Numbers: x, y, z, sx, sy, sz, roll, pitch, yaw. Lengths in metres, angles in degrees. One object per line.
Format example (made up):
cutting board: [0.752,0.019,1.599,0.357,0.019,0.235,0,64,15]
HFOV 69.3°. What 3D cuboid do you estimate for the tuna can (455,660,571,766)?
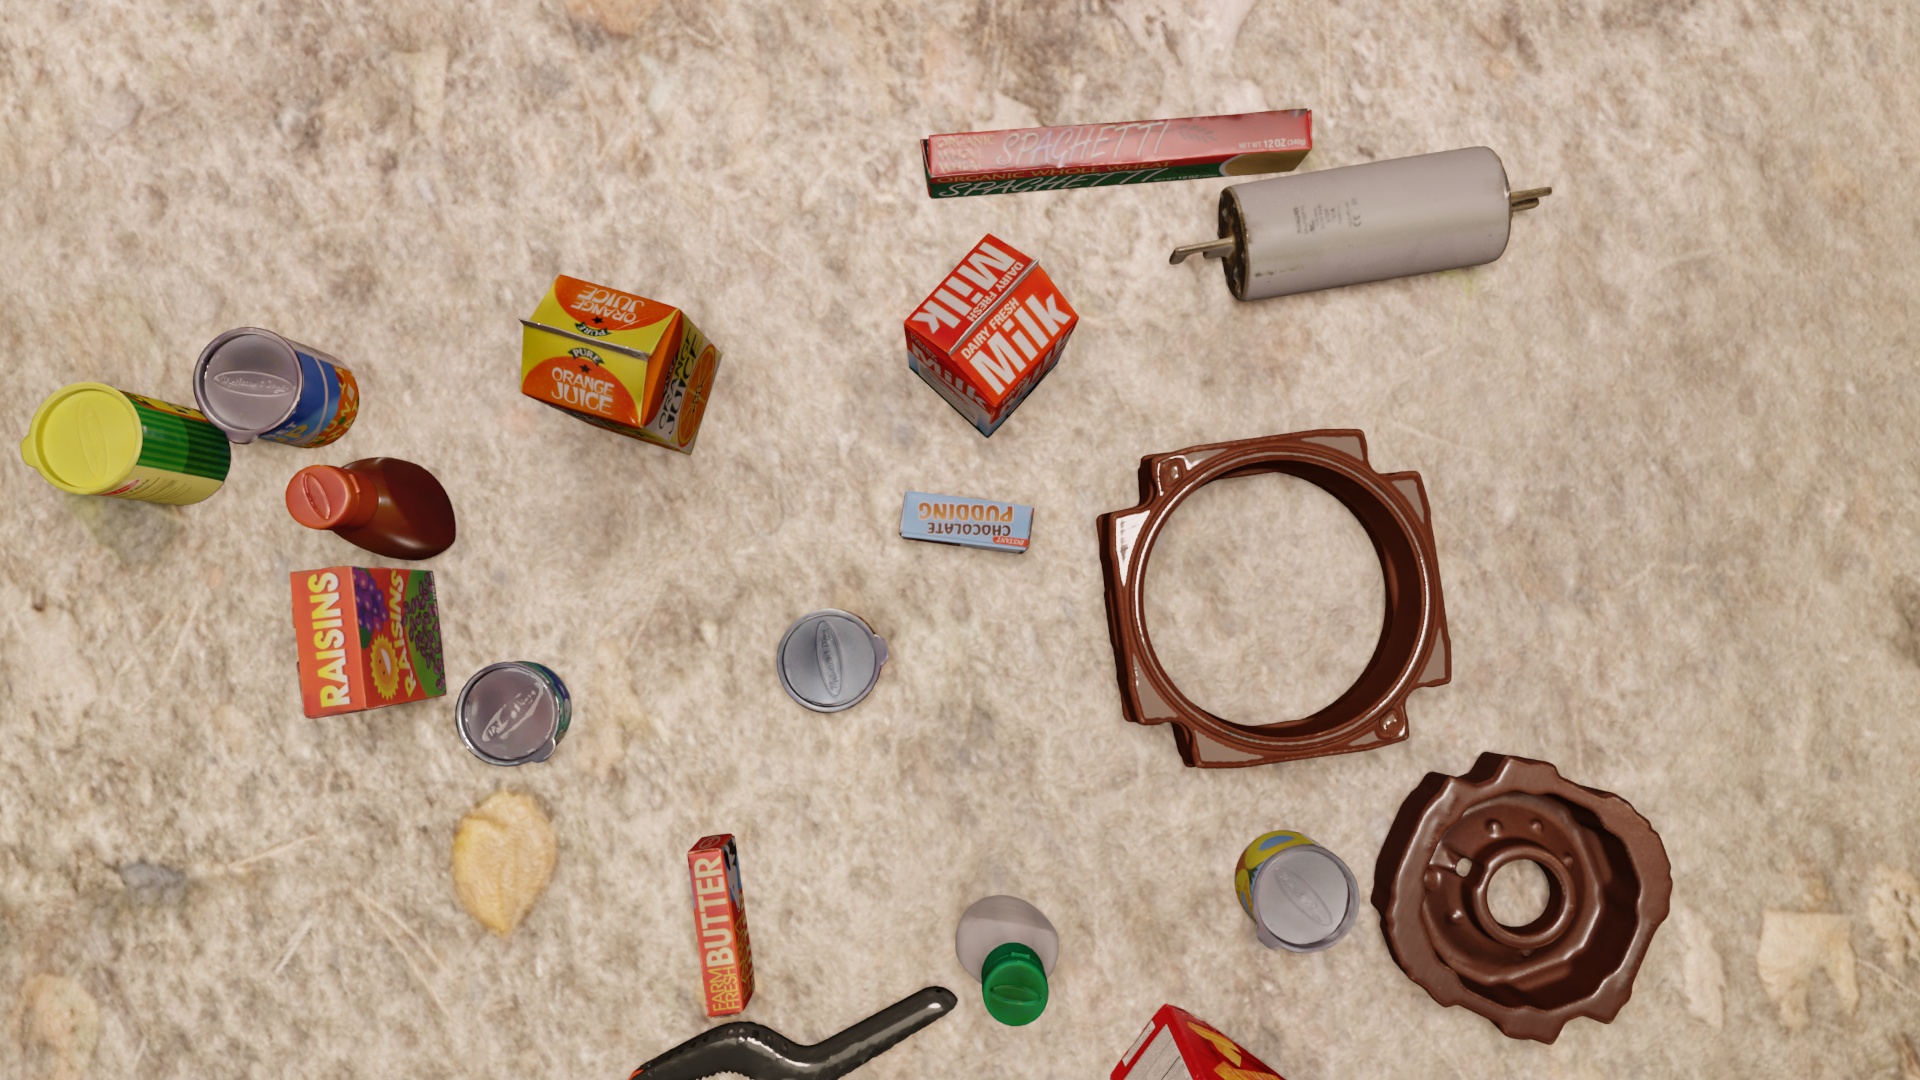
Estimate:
tuna can: [-0.283,0.112,0.889,0.071,0.033,0.071,0,87,-1]

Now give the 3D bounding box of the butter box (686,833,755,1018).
butter box: [-0.150,0.241,0.873,0.024,0.053,0.103,-8,87,-1]

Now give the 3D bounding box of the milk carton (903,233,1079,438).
milk carton: [0.017,-0.120,0.825,0.073,0.190,0.072,43,88,1]

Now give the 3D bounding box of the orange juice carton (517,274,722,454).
orange juice carton: [-0.200,-0.103,0.821,0.072,0.192,0.073,17,88,0]

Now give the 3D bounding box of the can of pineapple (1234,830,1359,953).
can of pineapple: [0.209,0.221,0.875,0.071,0.058,0.071,0,87,0]

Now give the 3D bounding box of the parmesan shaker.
parmesan shaker: [-0.513,-0.057,0.861,0.071,0.103,0.071,0,87,0]

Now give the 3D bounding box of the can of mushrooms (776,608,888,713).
can of mushrooms: [-0.081,0.076,0.893,0.071,0.033,0.071,0,87,-1]

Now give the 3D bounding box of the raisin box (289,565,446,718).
raisin box: [-0.359,0.059,0.846,0.040,0.123,0.086,-7,87,-1]

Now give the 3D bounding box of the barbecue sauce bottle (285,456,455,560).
barbecue sauce bottle: [-0.354,-0.021,0.838,0.044,0.148,0.065,-25,88,-1]

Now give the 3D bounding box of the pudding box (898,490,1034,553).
pudding box: [0.003,-0.011,0.890,0.084,0.049,0.030,7,87,0]

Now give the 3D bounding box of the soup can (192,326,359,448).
soup can: [-0.428,-0.091,0.873,0.071,0.084,0.071,0,87,0]

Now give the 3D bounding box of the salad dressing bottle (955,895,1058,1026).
salad dressing bottle: [0.029,0.249,0.827,0.064,0.147,0.044,10,88,0]

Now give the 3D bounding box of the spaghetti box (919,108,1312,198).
spaghetti box: [0.100,-0.251,0.904,0.250,0.050,0.028,-5,88,-1]
